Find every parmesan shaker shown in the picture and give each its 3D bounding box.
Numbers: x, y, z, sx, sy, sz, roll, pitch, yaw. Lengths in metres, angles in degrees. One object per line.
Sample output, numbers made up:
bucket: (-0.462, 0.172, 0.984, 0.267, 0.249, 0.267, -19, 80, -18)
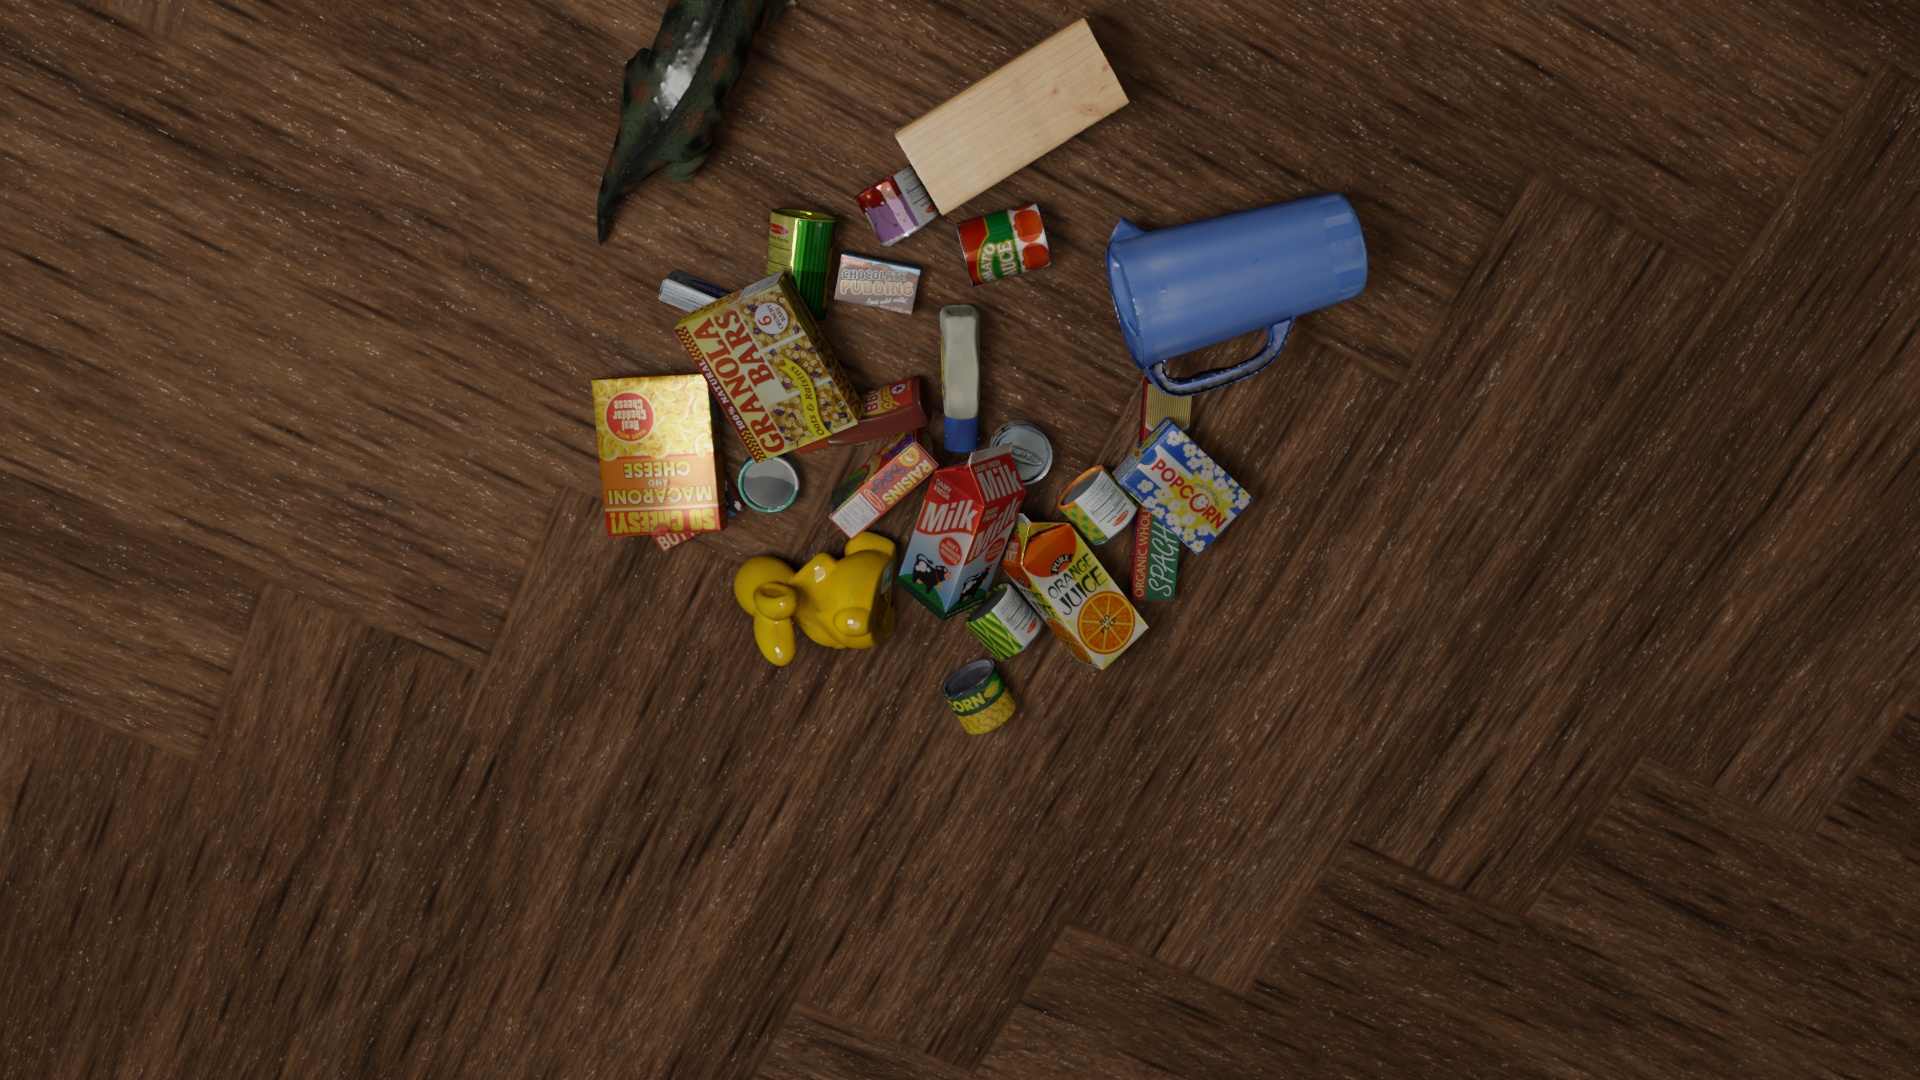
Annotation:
parmesan shaker: (-0.164, -0.277, 1.397, 0.071, 0.071, 0.102, 7, 110, -4)

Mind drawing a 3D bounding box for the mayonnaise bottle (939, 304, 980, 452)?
mayonnaise bottle: (0.000, -0.166, 1.441, 0.041, 0.065, 0.147, -2, 113, -3)

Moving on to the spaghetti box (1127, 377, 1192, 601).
spaghetti box: (0.215, -0.052, 1.502, 0.050, 0.029, 0.249, 1, 109, -3)

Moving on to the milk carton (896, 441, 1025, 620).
milk carton: (0.005, -0.018, 1.450, 0.073, 0.072, 0.189, 37, 124, 26)

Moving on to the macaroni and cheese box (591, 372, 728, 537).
macaroni and cheese box: (-0.313, -0.090, 1.451, 0.124, 0.040, 0.166, -3, 99, 4)

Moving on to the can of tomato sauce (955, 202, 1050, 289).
can of tomato sauce: (0.044, -0.295, 1.392, 0.083, 0.071, 0.071, -14, 109, 3)

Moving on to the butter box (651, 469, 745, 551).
butter box: (-0.289, -0.034, 1.496, 0.103, 0.024, 0.053, -27, 107, 7)

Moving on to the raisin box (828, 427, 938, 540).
raisin box: (-0.081, -0.065, 1.459, 0.123, 0.086, 0.040, -40, 106, 11)

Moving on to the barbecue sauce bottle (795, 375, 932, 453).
barbecue sauce bottle: (-0.105, -0.127, 1.452, 0.148, 0.065, 0.043, -15, 127, 13)

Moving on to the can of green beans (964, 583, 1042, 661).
can of green beans: (0.047, 0.089, 1.526, 0.071, 0.071, 0.057, -38, 105, 11)

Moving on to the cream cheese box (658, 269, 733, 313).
cream cheese box: (-0.251, -0.242, 1.411, 0.104, 0.053, 0.024, 21, 109, -8)

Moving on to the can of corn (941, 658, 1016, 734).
can of corn: (0.020, 0.176, 1.552, 0.071, 0.071, 0.058, -27, 108, 8)

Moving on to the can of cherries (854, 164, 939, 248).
can of cherries: (-0.066, -0.331, 1.379, 0.071, 0.072, 0.058, -29, 107, 8)

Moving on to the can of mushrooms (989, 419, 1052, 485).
can of mushrooms: (0.063, -0.092, 1.481, 0.071, 0.033, 0.070, -1, 109, -2)

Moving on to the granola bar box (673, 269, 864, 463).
granola bar box: (-0.190, -0.170, 1.388, 0.124, 0.039, 0.165, -20, 117, 20)

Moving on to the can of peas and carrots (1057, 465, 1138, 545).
can of peas and carrots: (0.145, -0.038, 1.487, 0.071, 0.071, 0.058, -41, 105, 12)

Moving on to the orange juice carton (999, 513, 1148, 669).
orange juice carton: (0.110, 0.043, 1.498, 0.073, 0.072, 0.192, -42, 106, -12)

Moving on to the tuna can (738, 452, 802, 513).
tuna can: (-0.206, -0.063, 1.484, 0.071, 0.033, 0.070, -1, 109, -2)

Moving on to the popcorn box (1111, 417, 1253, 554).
popcorn box: (0.234, -0.057, 1.464, 0.126, 0.038, 0.085, 40, 101, -18)

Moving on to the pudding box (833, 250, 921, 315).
pudding box: (-0.085, -0.264, 1.420, 0.084, 0.030, 0.049, 11, 107, -5)
